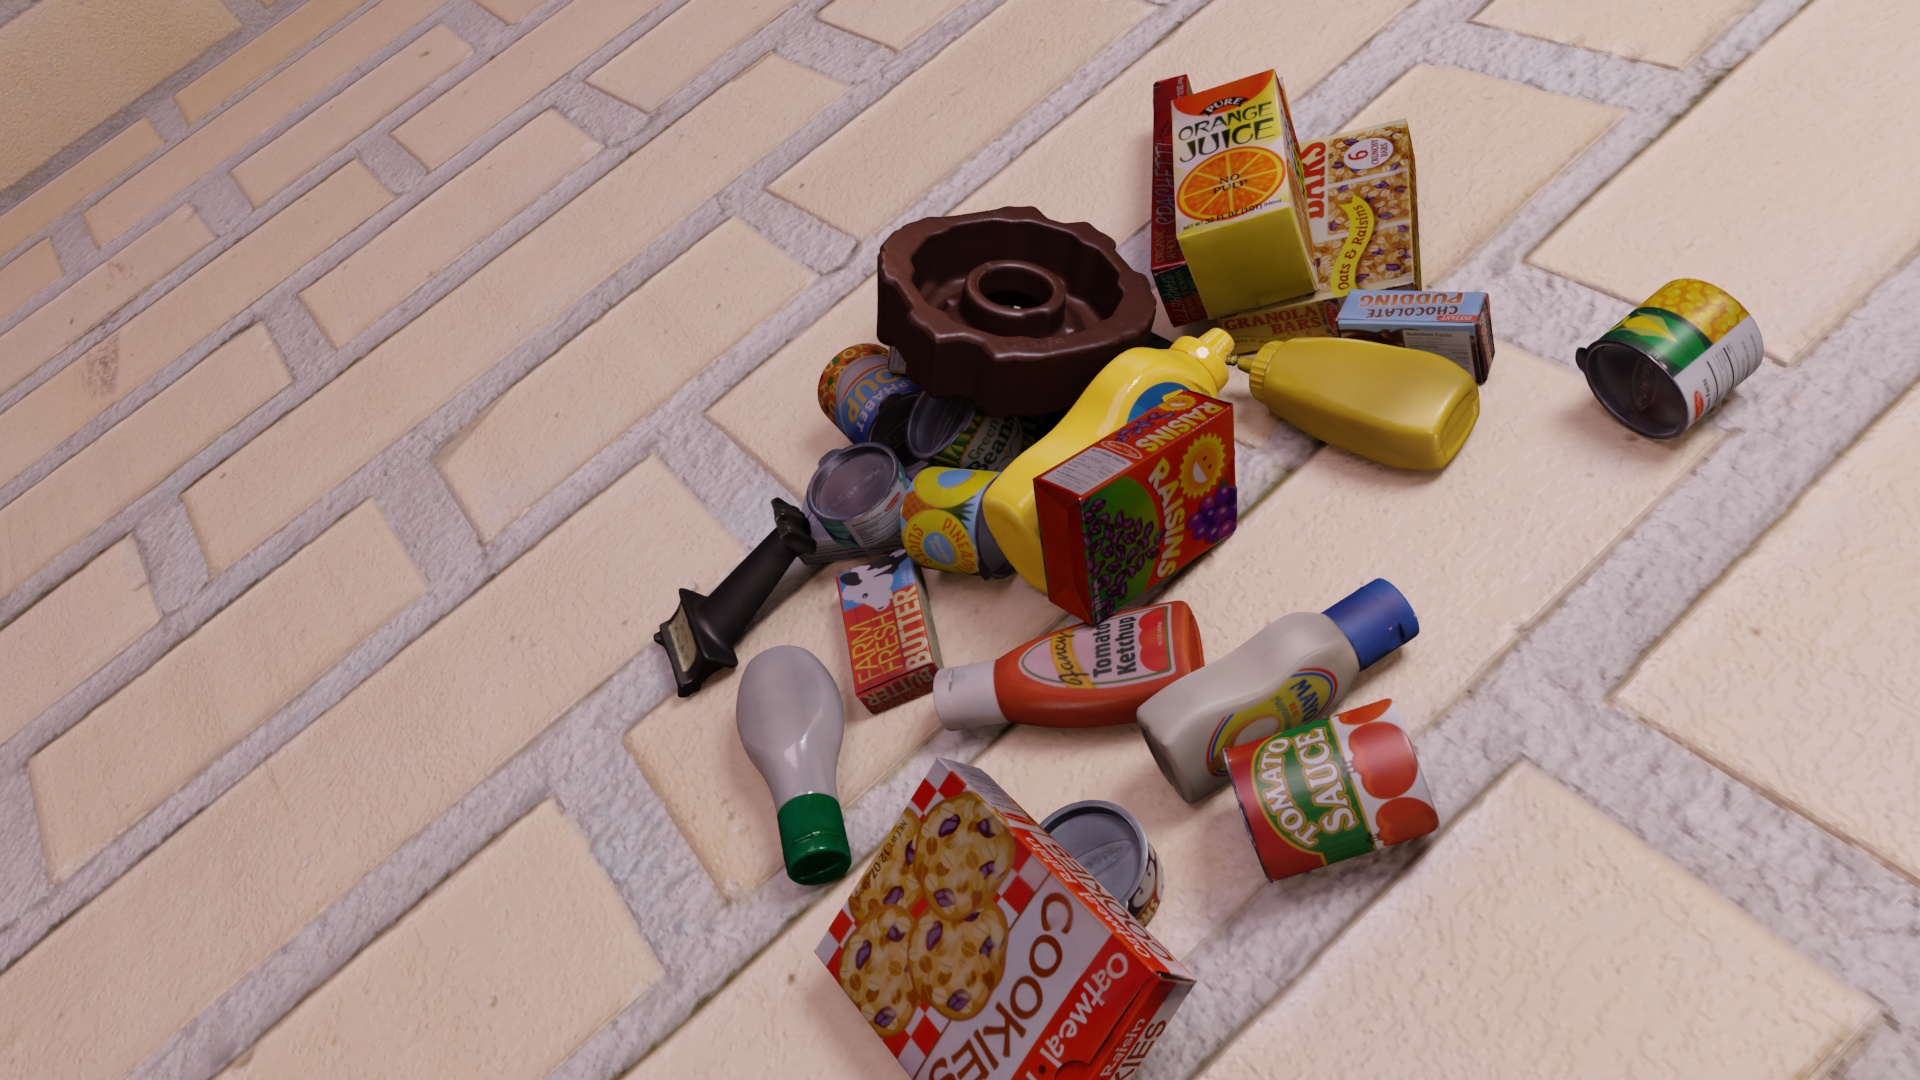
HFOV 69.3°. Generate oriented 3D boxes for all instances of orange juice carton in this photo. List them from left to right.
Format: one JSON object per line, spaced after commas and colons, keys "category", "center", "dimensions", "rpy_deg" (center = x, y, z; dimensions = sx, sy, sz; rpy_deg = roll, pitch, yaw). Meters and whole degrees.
{"category": "orange juice carton", "center": [0.183, -0.240, 0.908], "dimensions": [0.072, 0.072, 0.194], "rpy_deg": [-13, 47, 21]}

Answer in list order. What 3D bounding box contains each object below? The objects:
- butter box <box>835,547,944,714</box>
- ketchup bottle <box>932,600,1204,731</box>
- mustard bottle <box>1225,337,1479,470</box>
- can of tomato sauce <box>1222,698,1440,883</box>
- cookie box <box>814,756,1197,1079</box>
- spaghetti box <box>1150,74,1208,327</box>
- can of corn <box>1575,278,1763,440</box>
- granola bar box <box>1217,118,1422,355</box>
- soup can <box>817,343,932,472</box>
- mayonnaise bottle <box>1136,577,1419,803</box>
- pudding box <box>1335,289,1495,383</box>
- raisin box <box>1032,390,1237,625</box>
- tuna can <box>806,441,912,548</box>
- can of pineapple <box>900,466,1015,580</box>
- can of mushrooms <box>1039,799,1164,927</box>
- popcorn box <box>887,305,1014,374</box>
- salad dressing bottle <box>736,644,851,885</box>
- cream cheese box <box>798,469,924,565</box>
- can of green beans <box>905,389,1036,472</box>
{"category": "butter box", "center": [-0.044, 0.054, 0.861], "dimensions": [0.053, 0.024, 0.104], "rpy_deg": [-22, 45, 8]}
{"category": "ketchup bottle", "center": [0.059, 0.077, 0.772], "dimensions": [0.148, 0.043, 0.065], "rpy_deg": [-13, 43, 18]}
{"category": "mustard bottle", "center": [0.224, -0.090, 0.828], "dimensions": [0.160, 0.048, 0.065], "rpy_deg": [25, 67, 41]}
{"category": "can of tomato sauce", "center": [0.174, 0.117, 0.656], "dimensions": [0.083, 0.071, 0.071], "rpy_deg": [-20, 45, 11]}
{"category": "cookie box", "center": [0.014, 0.201, 0.658], "dimensions": [0.168, 0.040, 0.123], "rpy_deg": [38, 99, 44]}
{"category": "spaghetti box", "center": [0.156, -0.248, 0.990], "dimensions": [0.028, 0.050, 0.251], "rpy_deg": [-12, 43, 20]}
{"category": "can of corn", "center": [0.377, -0.098, 0.740], "dimensions": [0.058, 0.071, 0.071], "rpy_deg": [-38, 44, -8]}
{"category": "granola bar box", "center": [0.240, -0.203, 0.925], "dimensions": [0.124, 0.039, 0.166], "rpy_deg": [-7, 49, 24]}
{"category": "soup can", "center": [-0.054, -0.093, 0.963], "dimensions": [0.071, 0.071, 0.084], "rpy_deg": [-38, 44, -7]}
{"category": "mayonnaise bottle", "center": [0.164, 0.072, 0.710], "dimensions": [0.148, 0.064, 0.041], "rpy_deg": [-32, 40, -5]}
{"category": "pudding box", "center": [0.272, -0.122, 0.830], "dimensions": [0.083, 0.049, 0.030], "rpy_deg": [7, 54, 33]}
{"category": "raisin box", "center": [0.102, -0.021, 0.780], "dimensions": [0.124, 0.085, 0.040], "rpy_deg": [-31, 37, -30]}
{"category": "tuna can", "center": [-0.065, -0.030, 0.904], "dimensions": [0.071, 0.032, 0.071], "rpy_deg": [-14, 48, 16]}
{"category": "can of pineapple", "center": [0.003, -0.011, 0.863], "dimensions": [0.058, 0.070, 0.071], "rpy_deg": [6, 55, 33]}
{"category": "can of mushrooms", "center": [0.067, 0.169, 0.694], "dimensions": [0.071, 0.033, 0.071], "rpy_deg": [-15, 46, 16]}
{"category": "popcorn box", "center": [-0.006, -0.158, 0.977], "dimensions": [0.085, 0.038, 0.127], "rpy_deg": [6, 36, -5]}
{"category": "salad dressing bottle", "center": [-0.094, 0.129, 0.809], "dimensions": [0.064, 0.043, 0.148], "rpy_deg": [-24, 46, 5]}
{"category": "cream cheese box", "center": [-0.060, -0.016, 0.931], "dimensions": [0.104, 0.024, 0.054], "rpy_deg": [-8, 49, 22]}
{"category": "can of green beans", "center": [0.007, -0.072, 0.906], "dimensions": [0.071, 0.058, 0.071], "rpy_deg": [-31, 45, 38]}
